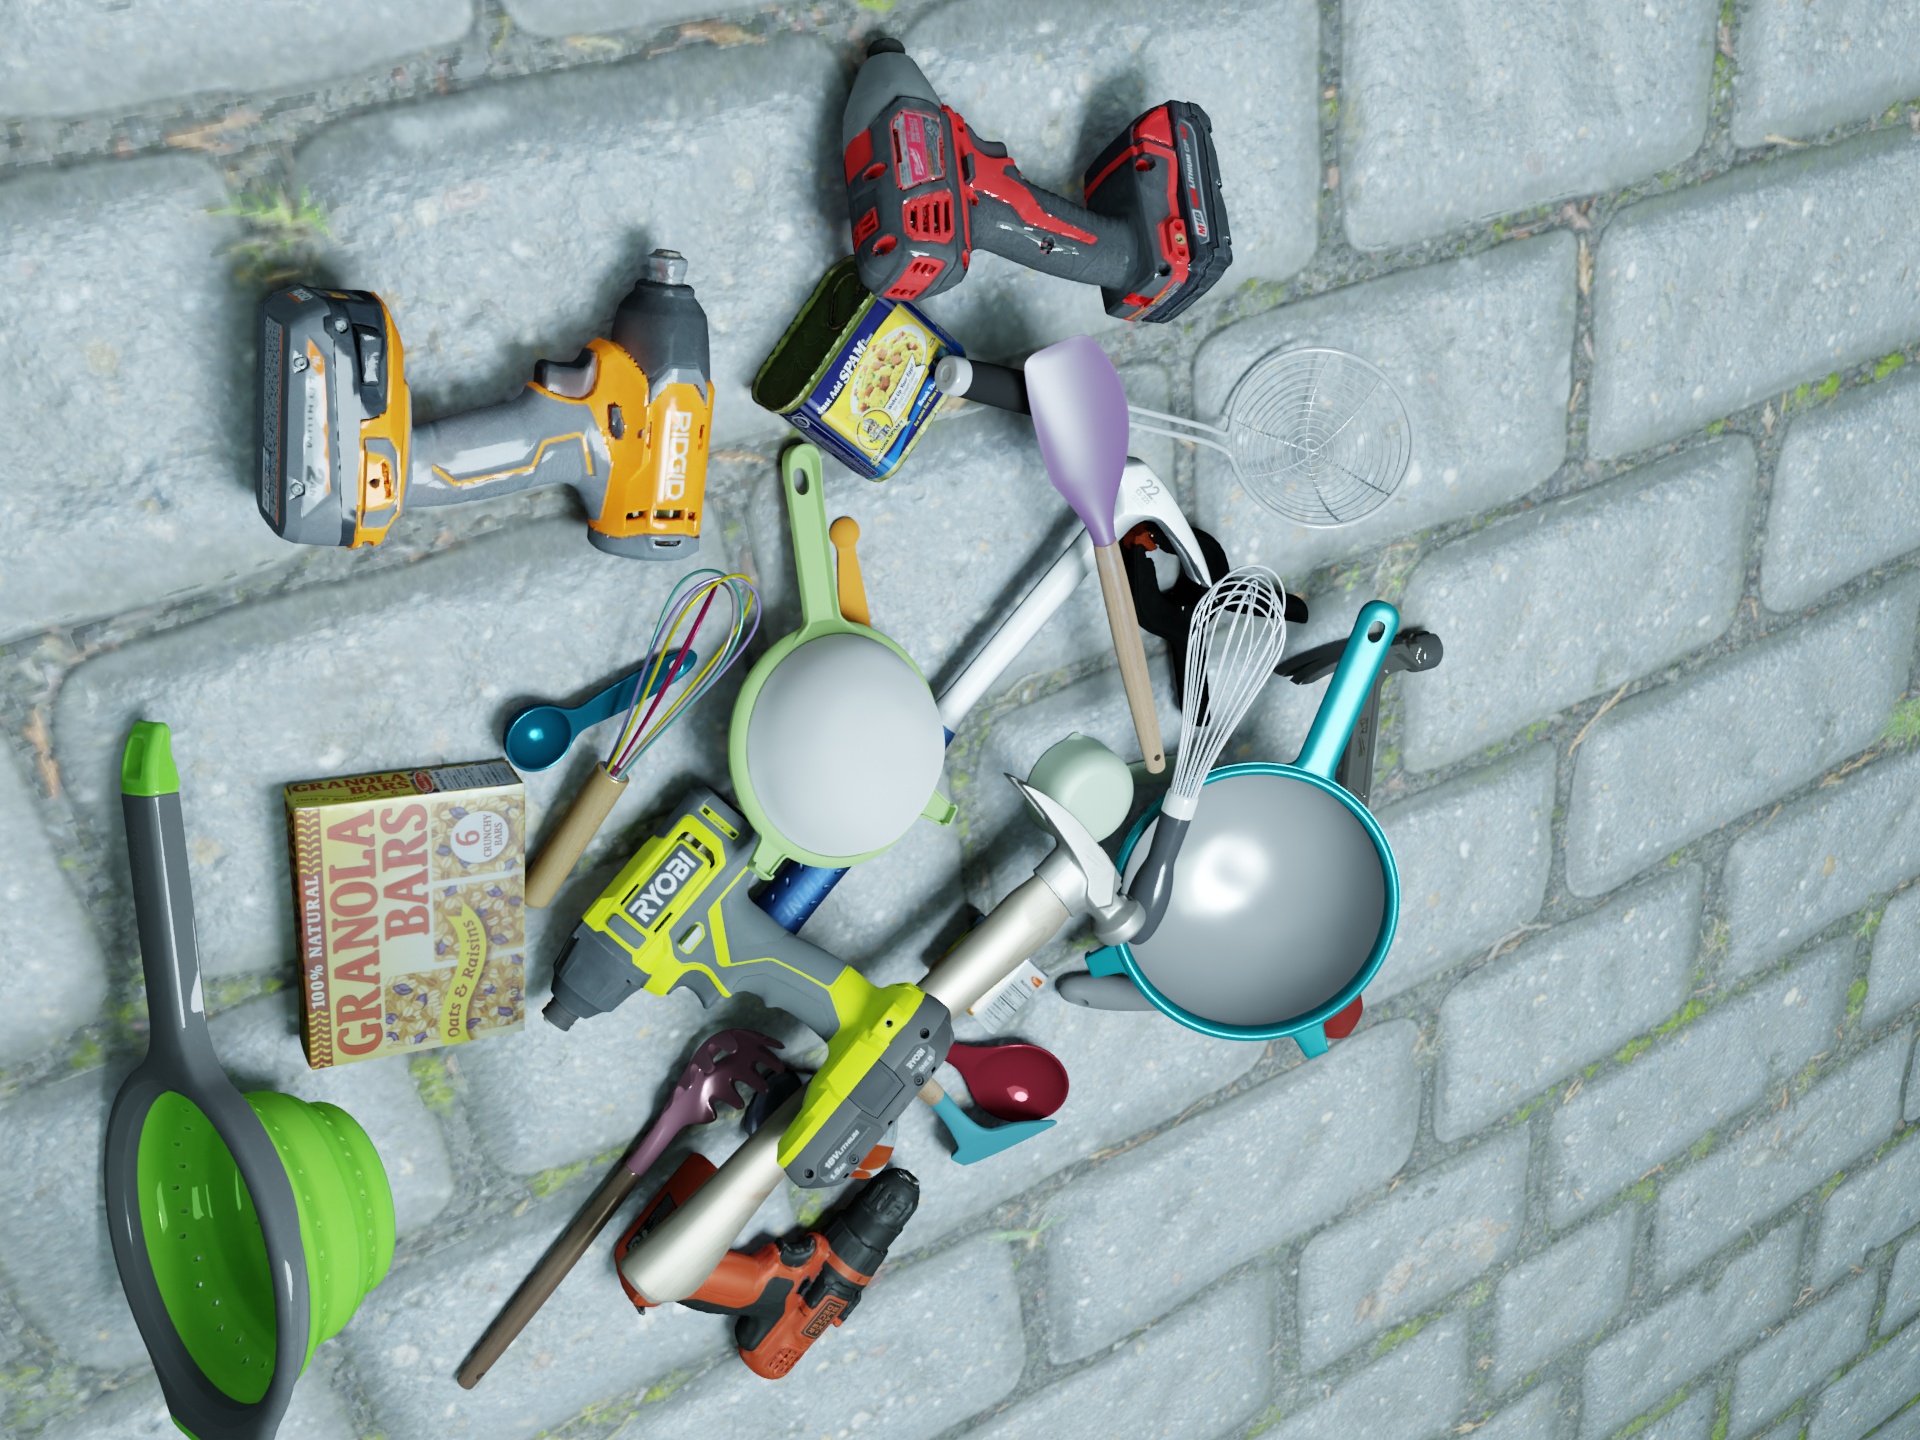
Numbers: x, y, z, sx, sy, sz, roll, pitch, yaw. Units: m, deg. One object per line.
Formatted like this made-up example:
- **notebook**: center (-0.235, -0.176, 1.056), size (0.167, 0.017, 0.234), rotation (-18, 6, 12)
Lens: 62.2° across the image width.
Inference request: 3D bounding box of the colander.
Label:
- **colander**: center (-0.381, 0.193, 0.858), size (0.094, 0.204, 0.397), rotation (-11, 100, -50)

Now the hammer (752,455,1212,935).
- **hammer**: center (-0.002, -0.003, 1.038), size (0.144, 0.035, 0.405), rotation (40, 91, -18)

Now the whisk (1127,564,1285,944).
- **whisk**: center (0.162, 0.028, 1.096), size (0.070, 0.070, 0.284), rotation (5, 110, -33)

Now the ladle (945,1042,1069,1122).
- **ladle**: center (-0.041, 0.228, 1.143), size (0.315, 0.031, 0.069), rotation (28, 106, -35)

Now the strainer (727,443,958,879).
- **strainer**: center (-0.064, -0.036, 0.937), size (0.151, 0.069, 0.256), rotation (-14, 101, -36)

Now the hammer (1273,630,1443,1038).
- **hammer**: center (0.309, 0.104, 1.293), size (0.149, 0.037, 0.358), rotation (-13, 117, -26)

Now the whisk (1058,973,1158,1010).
- **whisk**: center (0.177, 0.221, 1.264), size (0.238, 0.055, 0.055), rotation (10, 106, -29)

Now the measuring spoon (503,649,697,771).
- **measuring spoon**: center (-0.213, -0.013, 0.937), size (0.128, 0.021, 0.042), rotation (-31, 133, -27)

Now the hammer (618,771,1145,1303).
- **hammer**: center (-0.063, 0.214, 1.041), size (0.410, 0.038, 0.146), rotation (-42, 115, -10)

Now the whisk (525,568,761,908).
- **whisk**: center (-0.194, 0.012, 0.923), size (0.051, 0.047, 0.245), rotation (35, 105, -4)

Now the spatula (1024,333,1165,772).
- **spatula**: center (0.096, -0.091, 0.989), size (0.060, 0.018, 0.315), rotation (-25, 126, -11)

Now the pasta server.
- **pasta server**: center (-0.232, 0.326, 1.065), size (0.316, 0.040, 0.060), rotation (-51, 138, 0)

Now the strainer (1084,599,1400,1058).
- **strainer**: center (0.235, 0.066, 1.177), size (0.211, 0.095, 0.340), rotation (21, 100, -4)

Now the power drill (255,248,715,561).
- **power drill**: center (-0.232, -0.165, 0.813), size (0.226, 0.084, 0.164), rotation (-4, 113, -35)

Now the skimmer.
- **skimmer**: center (0.147, -0.195, 0.995), size (0.363, 0.090, 0.127), rotation (2, 83, -42)

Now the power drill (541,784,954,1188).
- **power drill**: center (-0.130, 0.173, 0.973), size (0.223, 0.080, 0.171), rotation (40, 86, 1)

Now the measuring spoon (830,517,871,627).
- **measuring spoon**: center (-0.066, -0.071, 0.998), size (0.021, 0.011, 0.116), rotation (-18, 120, -24)

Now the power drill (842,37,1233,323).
- **power drill**: center (0.037, -0.302, 0.896), size (0.219, 0.078, 0.143), rotation (-1, 76, -28)

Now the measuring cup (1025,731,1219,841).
- **measuring cup**: center (0.128, 0.047, 1.153), size (0.167, 0.038, 0.083), rotation (-8, 115, -26)

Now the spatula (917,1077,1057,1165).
- **spatula**: center (-0.035, 0.245, 1.126), size (0.082, 0.044, 0.317), rotation (-29, 128, 14)
